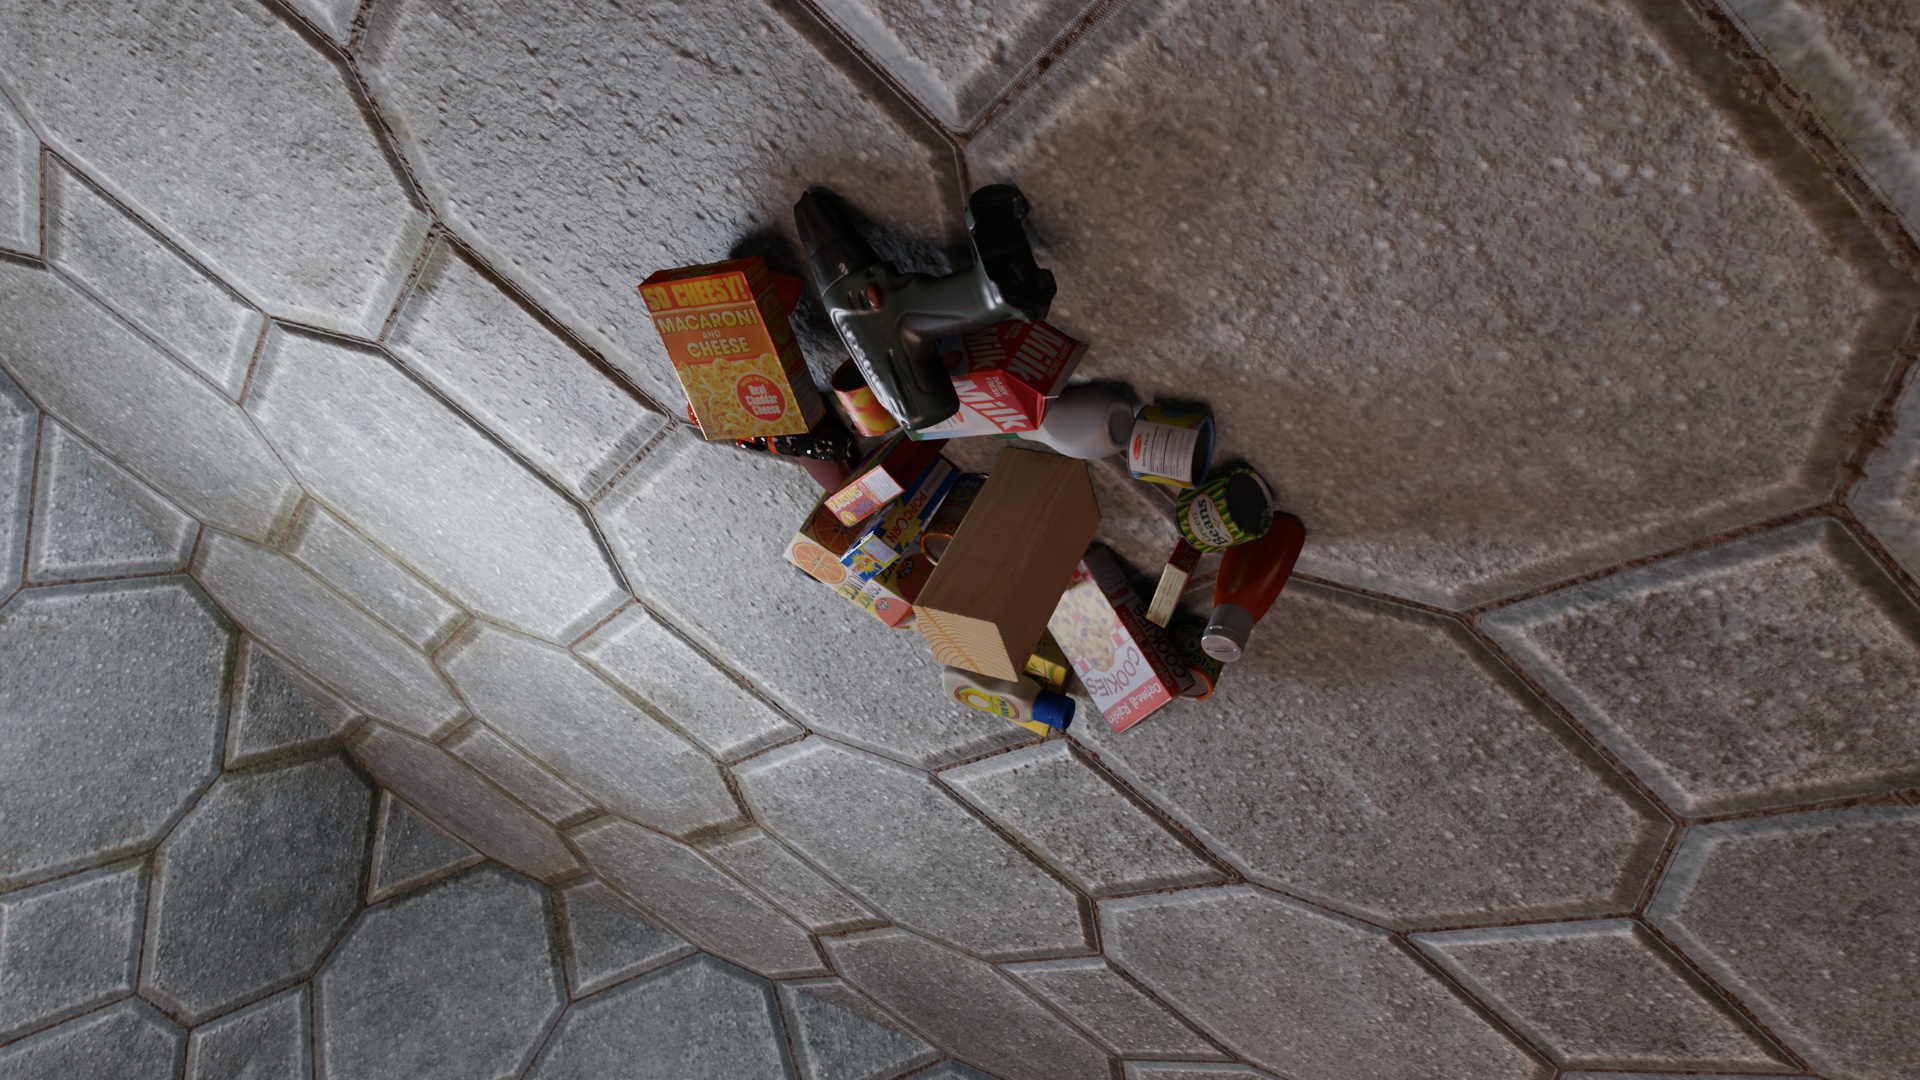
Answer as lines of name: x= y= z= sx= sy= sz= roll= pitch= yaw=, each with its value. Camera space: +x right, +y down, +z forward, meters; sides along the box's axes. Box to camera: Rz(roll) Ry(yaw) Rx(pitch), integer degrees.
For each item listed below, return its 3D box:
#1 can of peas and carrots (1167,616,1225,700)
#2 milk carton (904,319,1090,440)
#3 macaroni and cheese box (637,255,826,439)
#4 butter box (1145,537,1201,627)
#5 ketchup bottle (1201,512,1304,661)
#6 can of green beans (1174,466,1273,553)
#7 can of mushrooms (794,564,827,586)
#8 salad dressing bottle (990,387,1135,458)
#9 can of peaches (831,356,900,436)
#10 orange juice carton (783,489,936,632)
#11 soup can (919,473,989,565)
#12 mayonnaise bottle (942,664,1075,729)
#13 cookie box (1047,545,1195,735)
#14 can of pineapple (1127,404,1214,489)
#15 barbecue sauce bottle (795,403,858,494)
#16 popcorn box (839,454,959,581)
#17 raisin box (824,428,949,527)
can of peas and carrots: x=0.240 y=0.123 z=1.441 sx=0.071 sy=0.059 sz=0.070 roll=20 pitch=146 yaw=14
milk carton: x=0.025 y=-0.144 z=1.240 sx=0.190 sy=0.073 sz=0.073 roll=-1 pitch=136 yaw=40
macaroni and cheese box: x=-0.211 y=-0.176 z=1.289 sx=0.123 sy=0.040 sz=0.165 roll=-2 pitch=124 yaw=29
butter box: x=0.211 y=0.036 z=1.353 sx=0.024 sy=0.053 sz=0.103 roll=26 pitch=146 yaw=11
ketchup bottle: x=0.255 y=0.040 z=1.234 sx=0.064 sy=0.149 sz=0.043 roll=-3 pitch=133 yaw=40
can of green beans: x=0.235 y=-0.027 z=1.236 sx=0.071 sy=0.071 sz=0.057 roll=43 pitch=145 yaw=-19
can of mushrooms: x=-0.165 y=0.021 z=1.647 sx=0.071 sy=0.033 sz=0.070 roll=20 pitch=146 yaw=14
salad dressing bottle: x=0.087 y=-0.107 z=1.255 sx=0.147 sy=0.064 sz=0.044 roll=8 pitch=158 yaw=43
can of peaches: x=-0.085 y=-0.142 z=1.331 sx=0.071 sy=0.071 sz=0.057 roll=3 pitch=138 yaw=35
orange juice carton: x=-0.095 y=0.031 z=1.569 sx=0.193 sy=0.072 sz=0.072 roll=33 pitch=148 yaw=-4
soup can: x=0.005 y=-0.018 z=1.414 sx=0.071 sy=0.084 sz=0.071 roll=20 pitch=145 yaw=15
mayonnaise bottle: x=0.053 y=0.172 z=1.543 sx=0.148 sy=0.041 sz=0.064 roll=15 pitch=142 yaw=24
cookie box: x=0.157 y=0.105 z=1.434 sx=0.167 sy=0.040 sz=0.122 roll=58 pitch=148 yaw=12
can of pineapple: x=0.184 y=-0.081 z=1.207 sx=0.058 sy=0.071 sz=0.070 roll=13 pitch=143 yaw=25
barbecue sauce bottle: x=-0.139 y=-0.086 z=1.473 sx=0.065 sy=0.044 sz=0.148 roll=-1 pitch=136 yaw=37
popcorn box: x=-0.061 y=-0.025 z=1.417 sx=0.038 sy=0.127 sz=0.085 roll=41 pitch=146 yaw=-9
raisin box: x=-0.075 y=-0.069 z=1.404 sx=0.040 sy=0.086 sz=0.123 roll=46 pitch=144 yaw=-12
